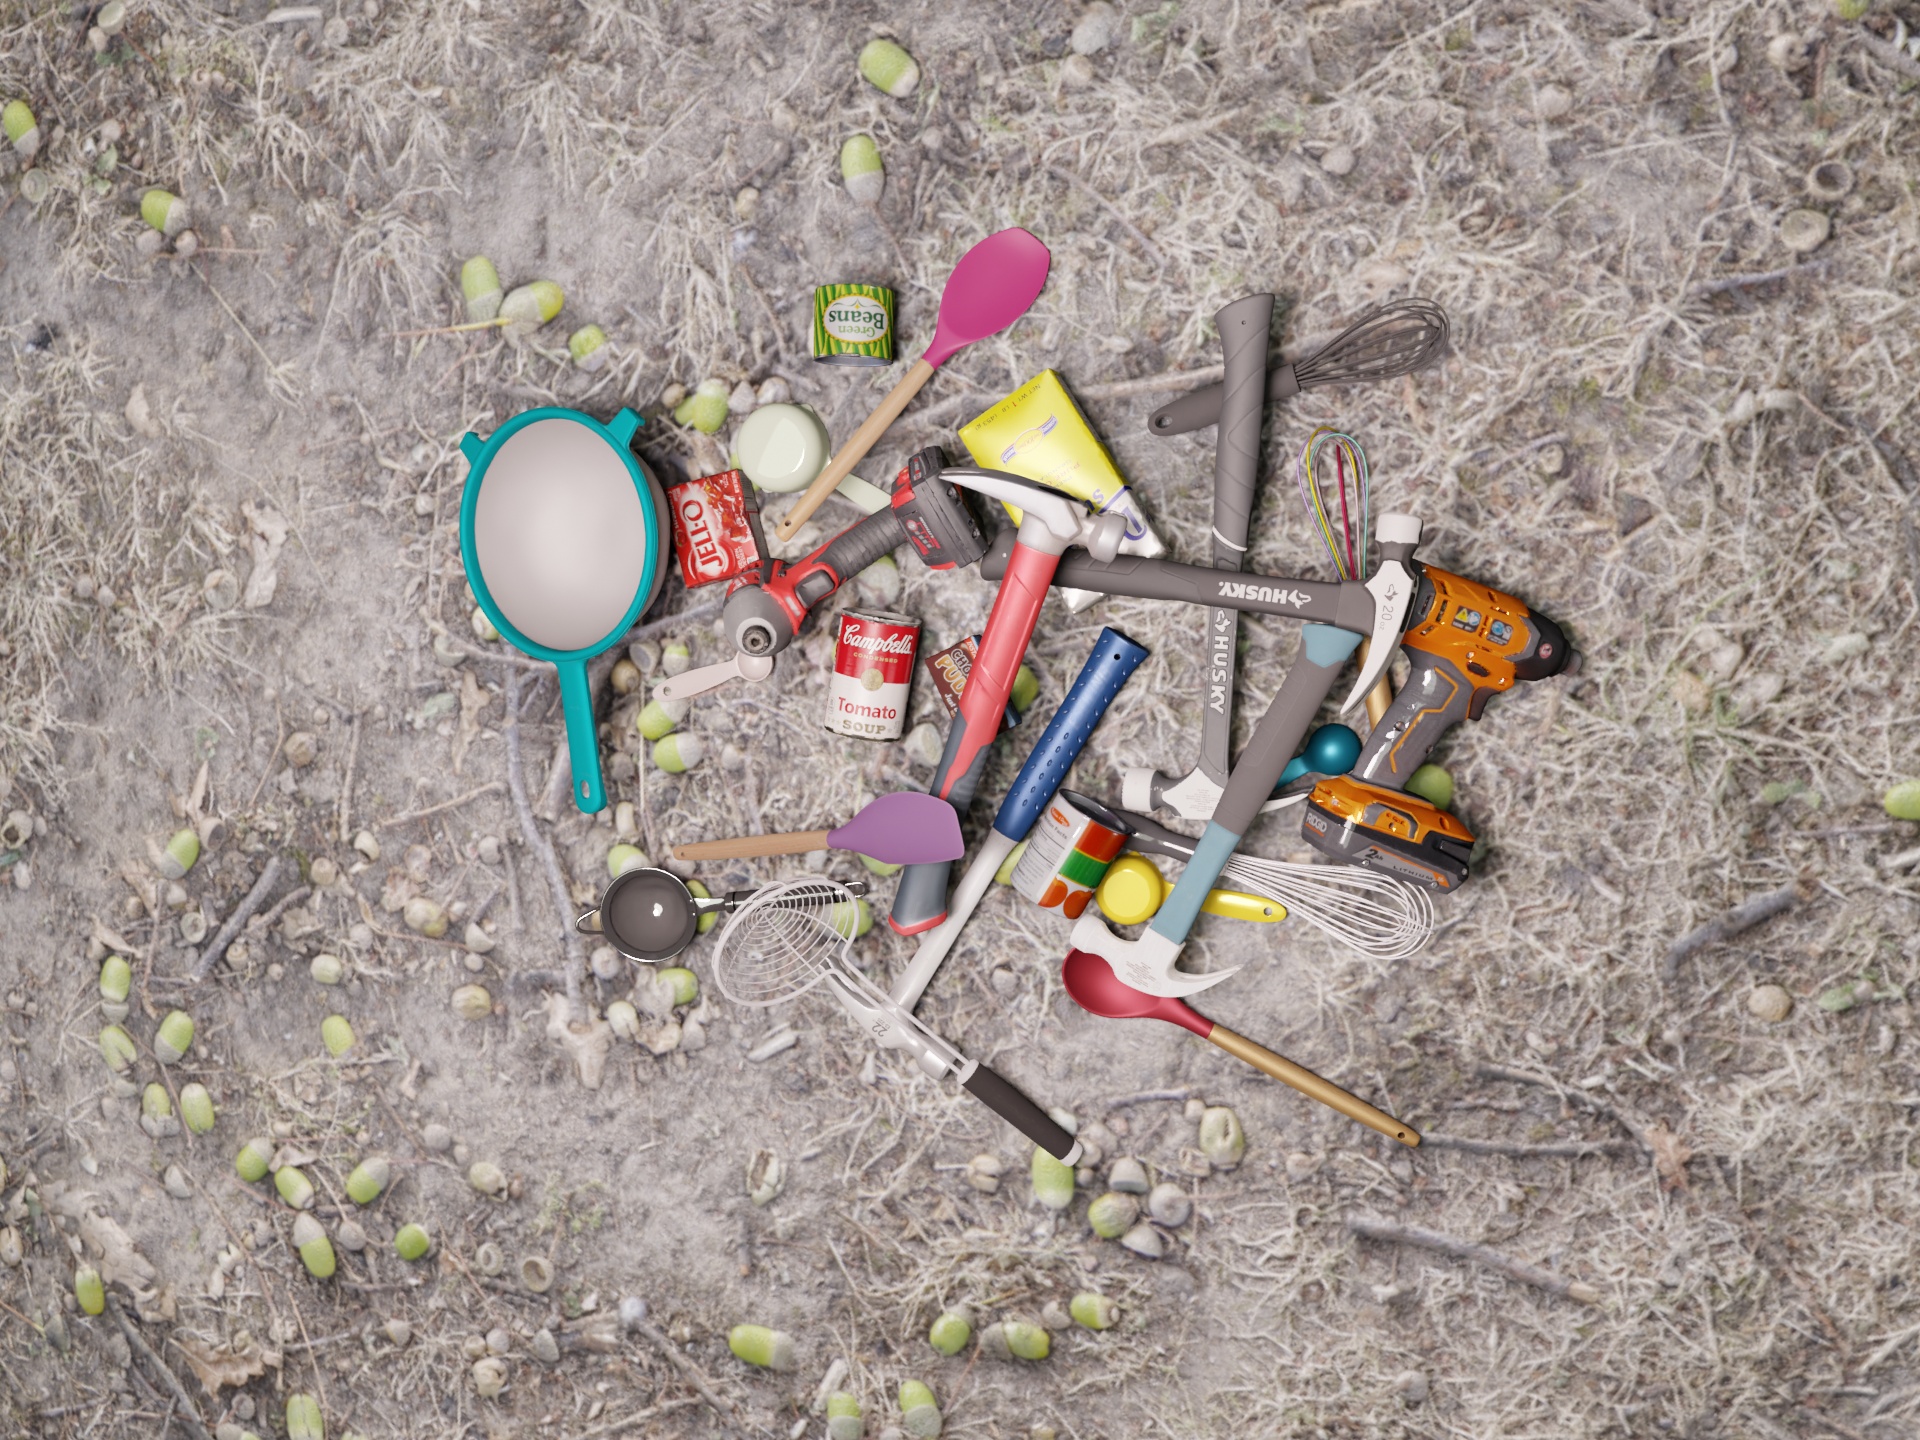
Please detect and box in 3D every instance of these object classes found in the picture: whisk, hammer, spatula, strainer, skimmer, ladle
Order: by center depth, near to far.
[{"bbox_3d":[0.169,-0.098,1.196,0.335,0.035,0.146,10,93,25],"label":"hammer"},{"bbox_3d":[0.210,0.069,1.224,0.128,0.033,0.331,32,107,19],"label":"hammer"},{"bbox_3d":[0.256,-0.267,1.226,0.239,0.055,0.055,-16,91,20],"label":"whisk"},{"bbox_3d":[0.212,-0.120,1.230,0.149,0.036,0.409,7,102,20],"label":"hammer"},{"bbox_3d":[0.309,-0.108,1.231,0.051,0.047,0.245,-10,97,27],"label":"whisk"},{"bbox_3d":[-0.002,-0.004,1.239,0.143,0.038,0.386,20,112,1],"label":"hammer"},{"bbox_3d":[0.236,0.122,1.266,0.285,0.070,0.070,18,100,17],"label":"whisk"},{"bbox_3d":[-0.039,0.258,1.280,0.363,0.090,0.127,40,95,-10],"label":"skimmer"},{"bbox_3d":[0.227,0.265,1.294,0.315,0.031,0.069,27,104,9],"label":"ladle"},{"bbox_3d":[-0.126,0.098,1.314,0.316,0.018,0.060,-9,98,37],"label":"spatula"},{"bbox_3d":[0.027,0.100,1.324,0.144,0.035,0.405,33,102,9],"label":"hammer"},{"bbox_3d":[-0.311,-0.095,1.360,0.211,0.095,0.340,-2,98,28],"label":"strainer"},{"bbox_3d":[-0.206,0.161,1.388,0.258,0.050,0.087,-7,100,9],"label":"strainer"}]

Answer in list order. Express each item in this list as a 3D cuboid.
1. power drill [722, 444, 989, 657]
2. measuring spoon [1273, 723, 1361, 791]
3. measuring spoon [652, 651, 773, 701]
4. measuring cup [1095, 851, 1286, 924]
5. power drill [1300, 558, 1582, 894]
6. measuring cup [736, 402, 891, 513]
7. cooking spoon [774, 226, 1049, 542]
[{"bbox_3d":[-0.092,-0.124,1.270,0.219,0.143,0.078,-29,110,9],"label":"power drill"},{"bbox_3d":[0.258,0.043,1.266,0.128,0.021,0.042,-27,88,15],"label":"measuring spoon"},{"bbox_3d":[-0.215,-0.039,1.386,0.124,0.018,0.034,-17,91,22],"label":"measuring spoon"},{"bbox_3d":[0.185,0.146,1.290,0.156,0.029,0.062,8,97,15],"label":"measuring cup"},{"bbox_3d":[0.366,0.009,1.198,0.164,0.084,0.226,18,97,-13],"label":"power drill"},{"bbox_3d":[-0.113,-0.206,1.328,0.167,0.038,0.083,31,102,8],"label":"measuring cup"},{"bbox_3d":[-0.043,-0.268,1.285,0.069,0.017,0.319,41,90,7],"label":"cooking spoon"}]
